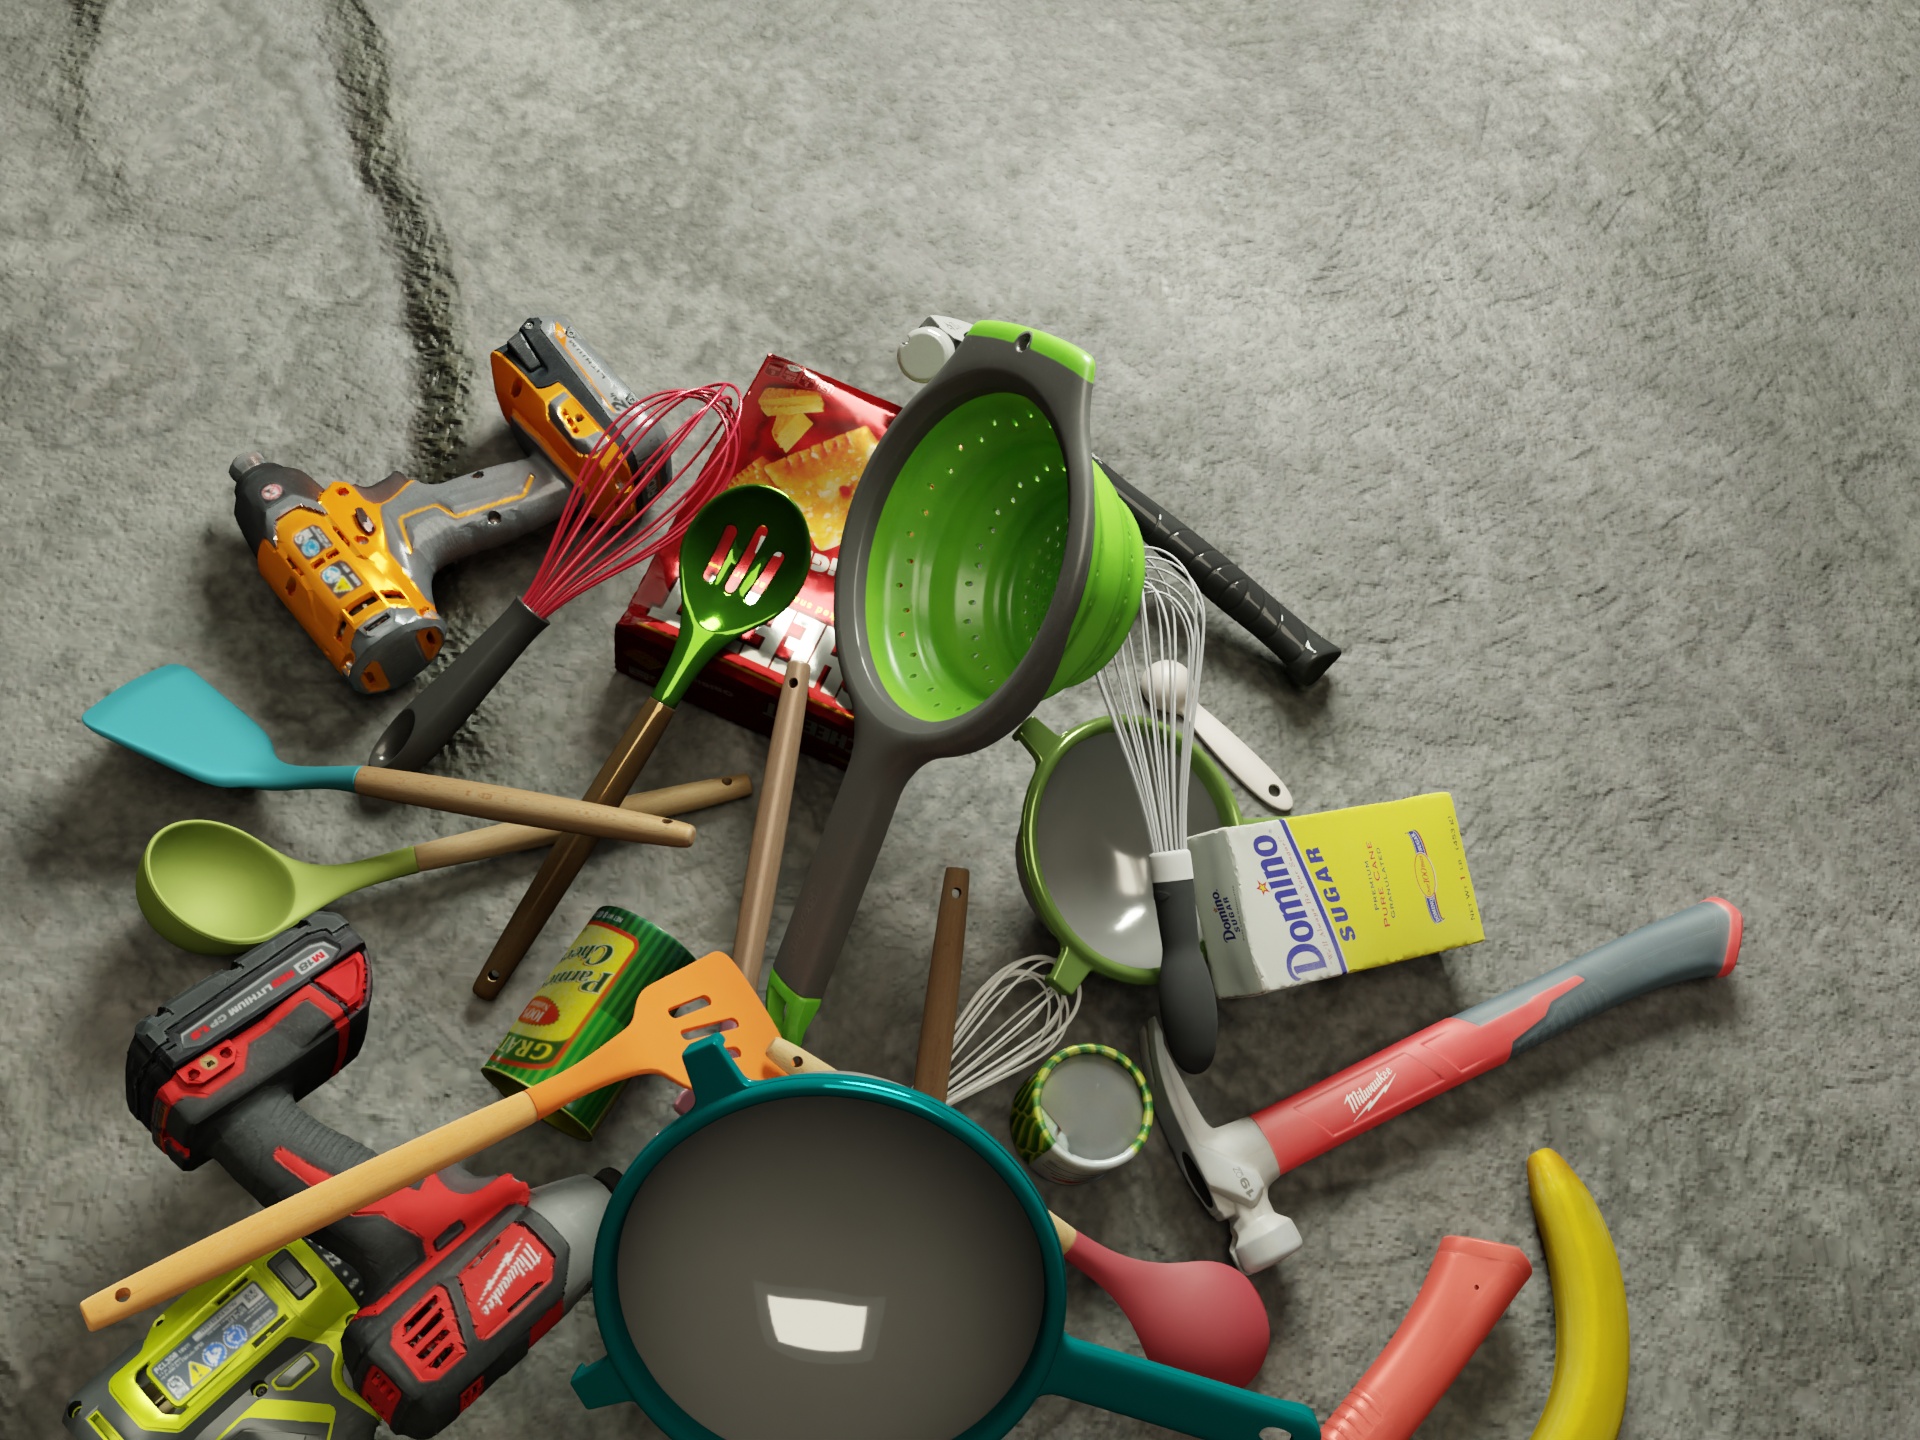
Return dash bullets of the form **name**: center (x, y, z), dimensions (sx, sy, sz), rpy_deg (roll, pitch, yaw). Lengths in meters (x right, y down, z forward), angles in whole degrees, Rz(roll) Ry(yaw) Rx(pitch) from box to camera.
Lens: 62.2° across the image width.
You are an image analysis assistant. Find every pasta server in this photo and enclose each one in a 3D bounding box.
- **pasta server**: center (-0.112, 0.119, 0.838), dimensions (0.060, 0.040, 0.316), rpy_deg (8, 78, 4)

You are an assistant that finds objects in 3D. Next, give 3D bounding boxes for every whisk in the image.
- **whisk**: center (0.109, 0.047, 0.856), dimensions (0.070, 0.070, 0.285), rpy_deg (-5, 84, -13)
- **whisk**: center (-0.029, 0.210, 0.846), dimensions (0.246, 0.057, 0.059), rpy_deg (-39, 44, -20)
- **whisk**: center (-0.224, -0.076, 0.883), dimensions (0.073, 0.073, 0.296), rpy_deg (42, 90, 9)

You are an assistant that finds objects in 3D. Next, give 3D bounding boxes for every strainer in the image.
- **strainer**: center (0.130, 0.075, 0.931), dimensions (0.256, 0.069, 0.151), rpy_deg (-1, 78, -31)
- **strainer**: center (0.003, 0.265, 0.748), dimensions (0.340, 0.095, 0.211), rpy_deg (19, 104, -4)

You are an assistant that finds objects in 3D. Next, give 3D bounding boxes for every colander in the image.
- **colander**: center (-0.001, -0.003, 0.840), dimensions (0.094, 0.205, 0.397), rpy_deg (12, 105, -37)

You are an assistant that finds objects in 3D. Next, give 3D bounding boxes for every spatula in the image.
- **spatula**: center (-0.023, 0.232, 0.812), dimensions (0.059, 0.018, 0.316), rpy_deg (9, 79, -5)
- **spatula**: center (-0.293, 0.027, 0.838), dimensions (0.317, 0.044, 0.082), rpy_deg (9, 24, 6)
- **spatula**: center (-0.215, 0.186, 0.708), dimensions (0.322, 0.041, 0.081), rpy_deg (-21, 66, -35)

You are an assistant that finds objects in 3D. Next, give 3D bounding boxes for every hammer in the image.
- **hammer**: center (0.177, 0.404, 0.794), dimensions (0.359, 0.036, 0.149), rpy_deg (-40, 79, -22)
- **hammer**: center (0.106, -0.138, 1.003), dimensions (0.335, 0.146, 0.035), rpy_deg (39, 109, -3)
- **hammer**: center (0.292, 0.172, 0.925), dimensions (0.386, 0.038, 0.143), rpy_deg (-20, 70, -18)

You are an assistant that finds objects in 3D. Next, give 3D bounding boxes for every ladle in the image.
- **ladle**: center (-0.268, 0.061, 0.858), dimensions (0.320, 0.062, 0.078), rpy_deg (-12, 53, -19)
- **ladle**: center (0.034, 0.249, 0.804), dimensions (0.315, 0.031, 0.069), rpy_deg (35, 74, -8)

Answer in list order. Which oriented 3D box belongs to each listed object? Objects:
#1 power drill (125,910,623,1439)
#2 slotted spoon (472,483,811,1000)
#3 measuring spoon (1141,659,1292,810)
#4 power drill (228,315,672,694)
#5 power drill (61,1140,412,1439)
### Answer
- **power drill**: center (-0.263, 0.201, 0.733), dimensions (0.220, 0.078, 0.143), rpy_deg (42, 46, 12)
- **slotted spoon**: center (-0.177, 0.012, 0.861), dimensions (0.070, 0.031, 0.314), rpy_deg (31, 84, -5)
- **measuring spoon**: center (0.162, 0.008, 0.984), dimensions (0.034, 0.018, 0.124), rpy_deg (-40, 79, -24)
- **power drill**: center (-0.302, -0.139, 0.929), dimensions (0.226, 0.084, 0.164), rpy_deg (-38, 77, -20)
- **power drill**: center (-0.257, 0.323, 0.730), dimensions (0.228, 0.080, 0.190), rpy_deg (41, 57, 12)
